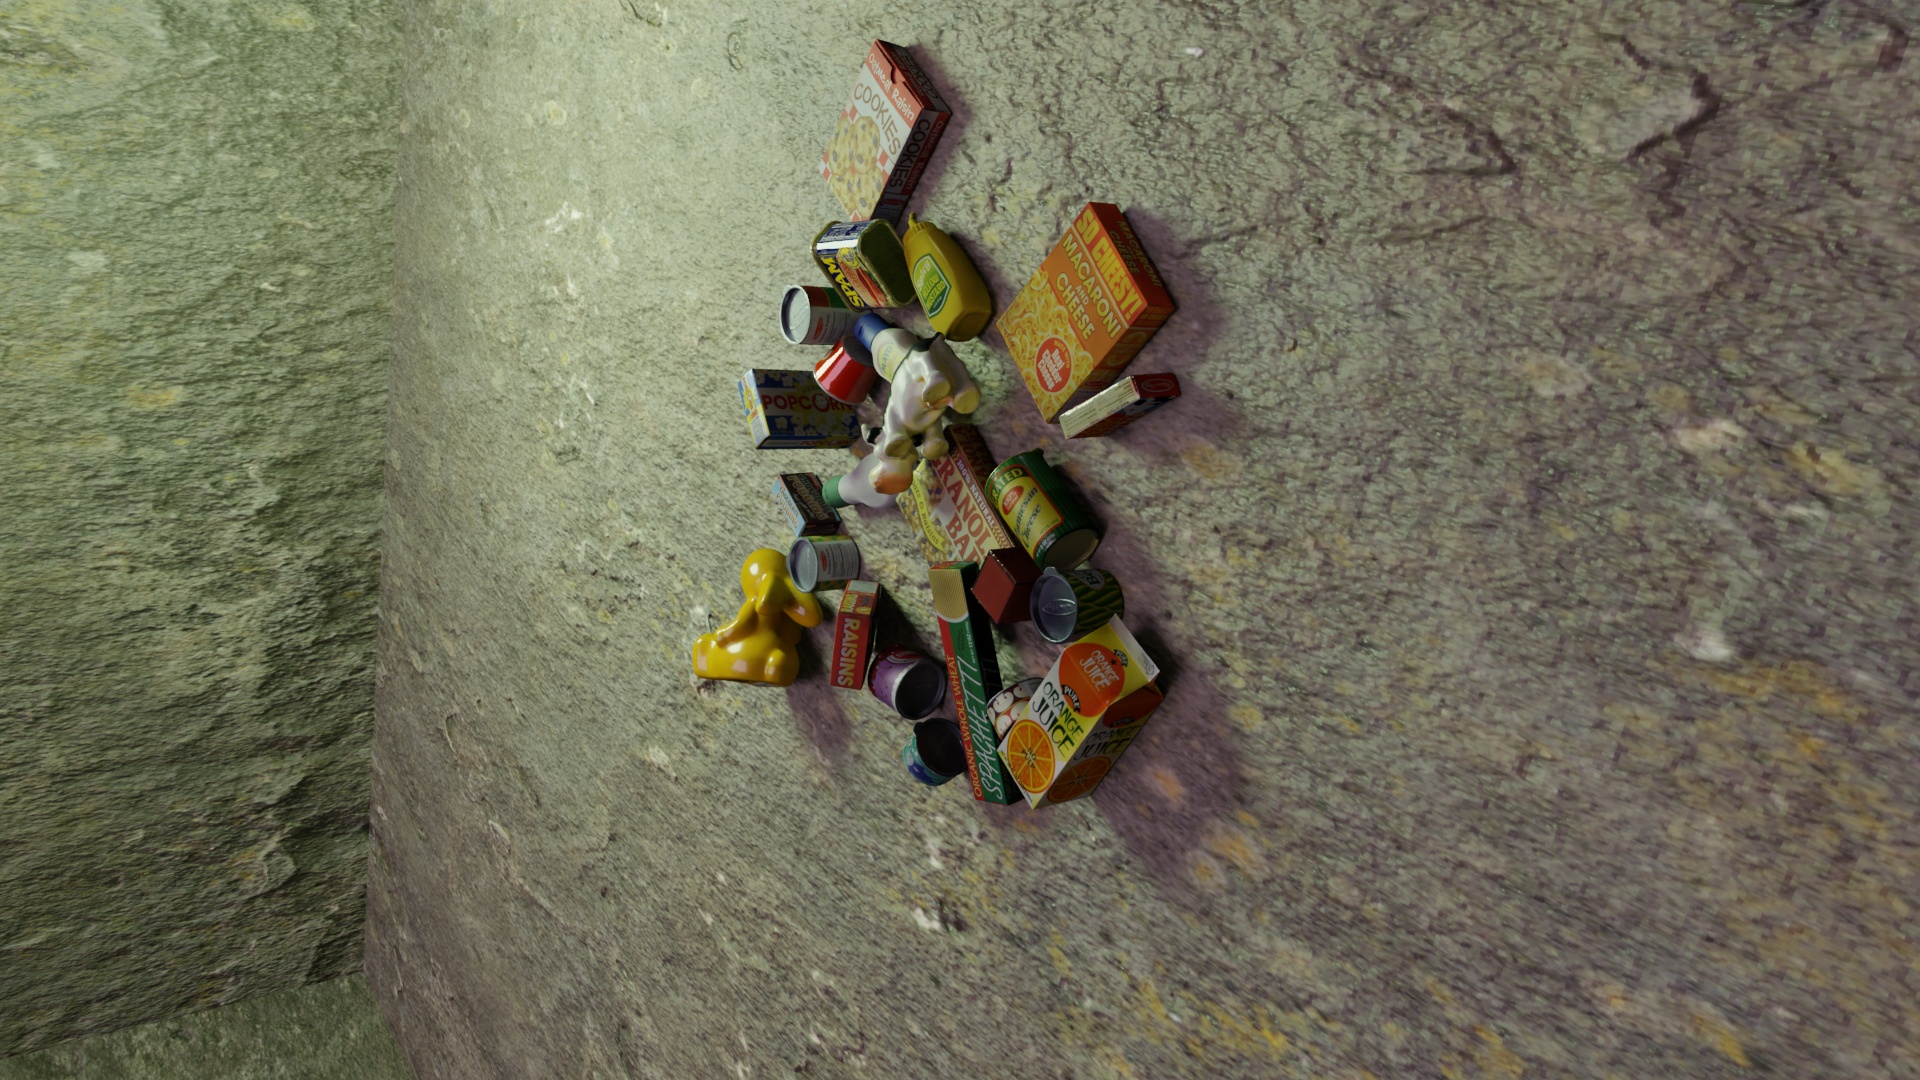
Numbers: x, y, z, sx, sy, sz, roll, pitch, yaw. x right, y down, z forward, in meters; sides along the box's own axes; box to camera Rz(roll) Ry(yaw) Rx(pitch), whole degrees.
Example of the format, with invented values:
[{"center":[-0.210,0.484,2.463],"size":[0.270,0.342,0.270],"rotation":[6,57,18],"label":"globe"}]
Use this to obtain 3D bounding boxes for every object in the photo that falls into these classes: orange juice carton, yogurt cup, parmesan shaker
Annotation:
[{"center":[0.115,0.155,1.263],"size":[0.072,0.073,0.191],"rotation":[57,133,33],"label":"orange juice carton"},{"center":[-0.122,-0.193,1.546],"size":[0.053,0.072,0.072],"rotation":[-50,55,32],"label":"yogurt cup"},{"center":[0.078,-0.027,1.300],"size":[0.103,0.071,0.071],"rotation":[55,133,33],"label":"parmesan shaker"}]

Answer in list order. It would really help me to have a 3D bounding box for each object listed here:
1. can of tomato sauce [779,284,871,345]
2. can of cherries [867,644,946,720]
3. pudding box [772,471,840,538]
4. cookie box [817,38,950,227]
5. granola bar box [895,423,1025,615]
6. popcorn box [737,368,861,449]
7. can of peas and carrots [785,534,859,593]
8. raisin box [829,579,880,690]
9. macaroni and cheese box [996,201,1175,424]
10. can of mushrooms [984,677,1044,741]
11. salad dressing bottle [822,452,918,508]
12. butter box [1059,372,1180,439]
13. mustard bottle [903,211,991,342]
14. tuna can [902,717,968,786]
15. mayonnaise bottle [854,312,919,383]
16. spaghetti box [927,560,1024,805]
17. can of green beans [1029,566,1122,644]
[{"center":[-0.152,-0.253,1.561],"size":[0.071,0.083,0.071],"rotation":[7,99,52],"label":"can of tomato sauce"},{"center":[-0.058,0.149,1.492],"size":[0.058,0.072,0.071],"rotation":[26,114,49],"label":"can of cherries"},{"center":[-0.183,-0.042,1.649],"size":[0.084,0.050,0.030],"rotation":[59,137,31],"label":"pudding box"},{"center":[-0.085,-0.429,1.493],"size":[0.123,0.040,0.166],"rotation":[60,135,30],"label":"cookie box"},{"center":[0.005,-0.018,1.416],"size":[0.123,0.039,0.166],"rotation":[-53,54,40],"label":"granola bar box"},{"center":[-0.183,-0.148,1.575],"size":[0.038,0.127,0.085],"rotation":[-36,66,45],"label":"popcorn box"},{"center":[-0.160,0.027,1.619],"size":[0.071,0.059,0.071],"rotation":[7,99,52],"label":"can of peas and carrots"},{"center":[-0.115,0.102,1.530],"size":[0.124,0.040,0.086],"rotation":[-83,1,-75],"label":"raisin box"},{"center":[0.111,-0.204,1.261],"size":[0.165,0.040,0.124],"rotation":[-49,56,43],"label":"macaroni and cheese box"},{"center":[0.059,0.165,1.341],"size":[0.070,0.071,0.033],"rotation":[-55,54,40],"label":"can of mushrooms"},{"center":[-0.103,-0.063,1.549],"size":[0.147,0.044,0.064],"rotation":[-11,87,53],"label":"salad dressing bottle"},{"center":[0.139,-0.118,1.223],"size":[0.103,0.053,0.024],"rotation":[-28,75,51],"label":"butter box"},{"center":[-0.023,-0.277,1.420],"size":[0.065,0.049,0.161],"rotation":[-52,55,40],"label":"mustard bottle"},{"center":[-0.028,0.221,1.456],"size":[0.032,0.071,0.071],"rotation":[-44,60,46],"label":"tuna can"},{"center":[-0.063,-0.193,1.485],"size":[0.148,0.041,0.064],"rotation":[47,130,38],"label":"mayonnaise bottle"},{"center":[0.017,0.144,1.387],"size":[0.050,0.029,0.249],"rotation":[-2,103,47],"label":"spaghetti box"},{"center":[0.107,0.060,1.277],"size":[0.071,0.058,0.071],"rotation":[8,100,52],"label":"can of green beans"}]
